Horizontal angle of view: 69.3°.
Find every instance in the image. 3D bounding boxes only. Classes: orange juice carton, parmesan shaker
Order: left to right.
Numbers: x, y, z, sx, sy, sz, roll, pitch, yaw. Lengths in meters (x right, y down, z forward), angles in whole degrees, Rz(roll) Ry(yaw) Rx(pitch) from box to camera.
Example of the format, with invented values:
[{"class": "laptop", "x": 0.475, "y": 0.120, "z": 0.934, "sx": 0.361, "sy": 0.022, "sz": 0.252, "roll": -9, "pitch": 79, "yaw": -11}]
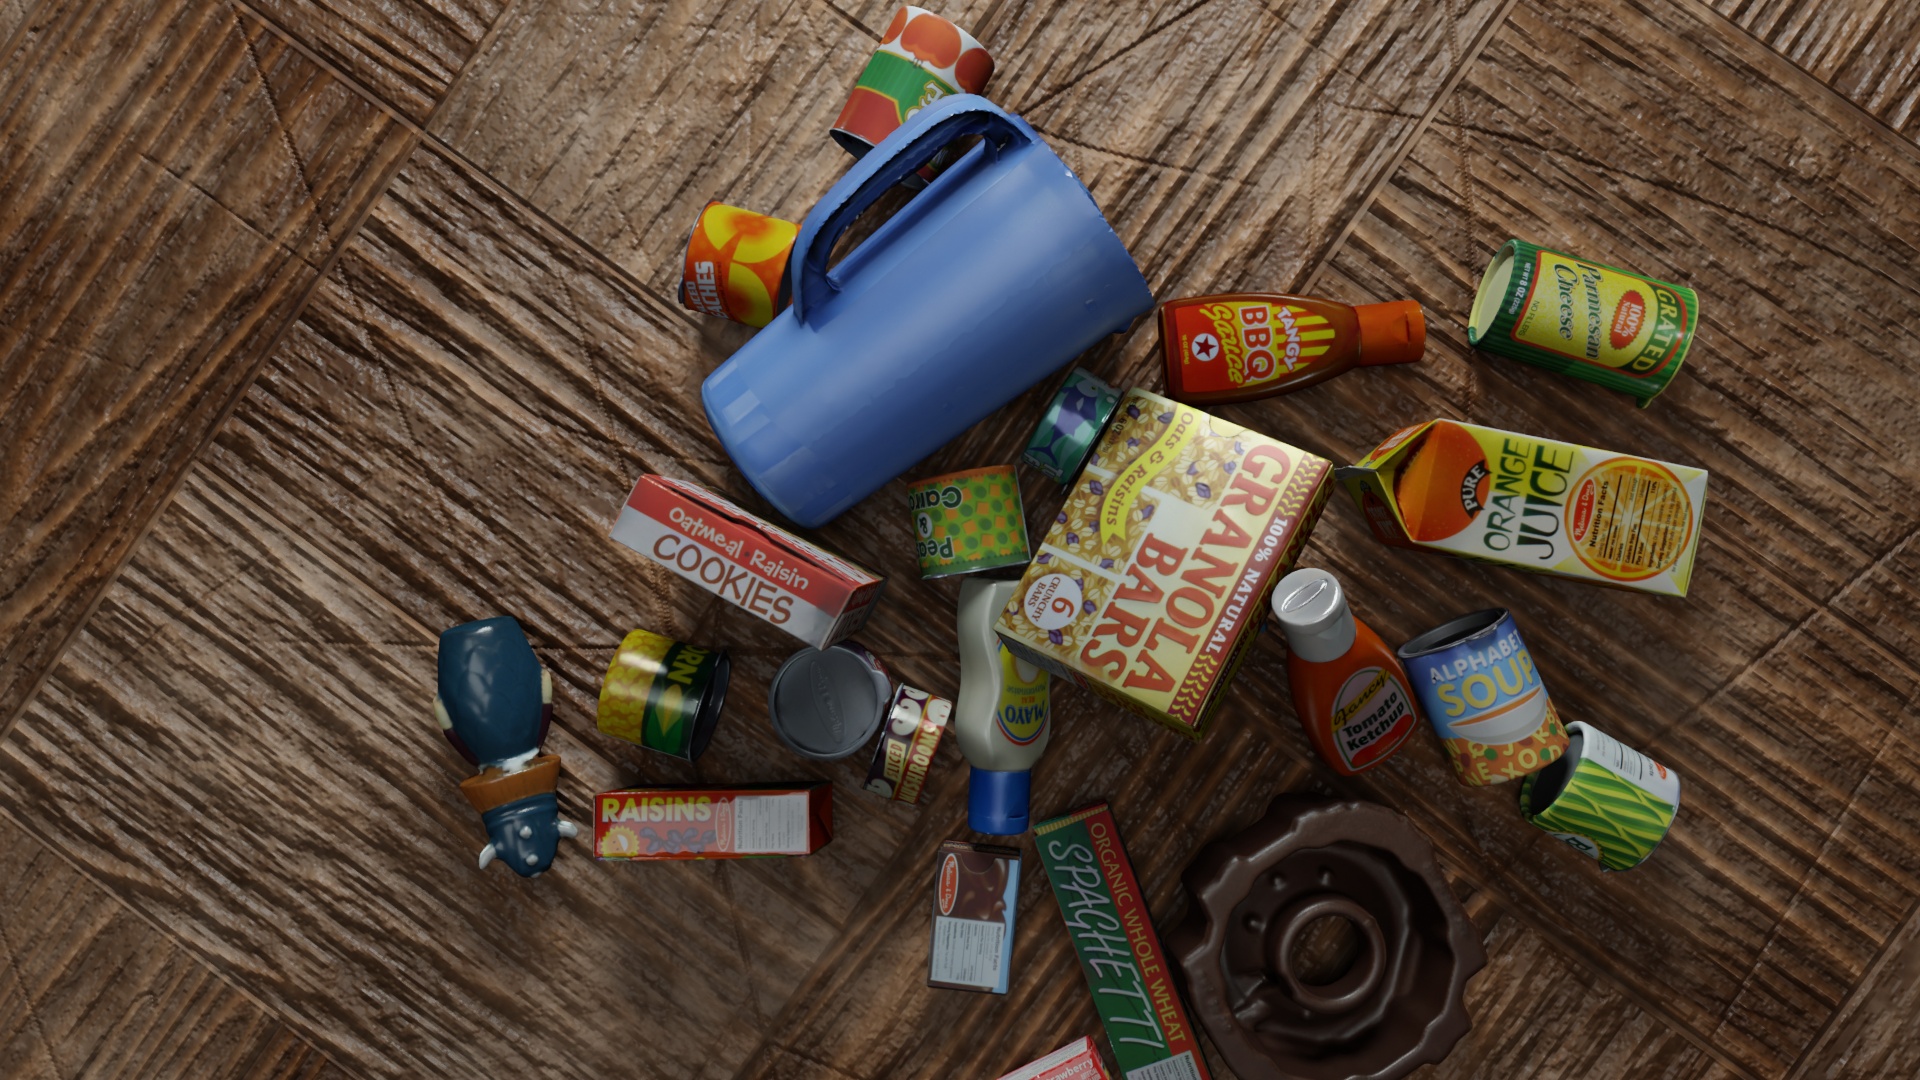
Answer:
[{"class": "orange juice carton", "x": 0.308, "y": -0.022, "z": 0.790, "sx": 0.193, "sy": 0.072, "sz": 0.073, "roll": 11, "pitch": 91, "yaw": 3}, {"class": "parmesan shaker", "x": 0.351, "y": -0.123, "z": 0.791, "sx": 0.103, "sy": 0.071, "sz": 0.071, "roll": 17, "pitch": 91, "yaw": 3}]

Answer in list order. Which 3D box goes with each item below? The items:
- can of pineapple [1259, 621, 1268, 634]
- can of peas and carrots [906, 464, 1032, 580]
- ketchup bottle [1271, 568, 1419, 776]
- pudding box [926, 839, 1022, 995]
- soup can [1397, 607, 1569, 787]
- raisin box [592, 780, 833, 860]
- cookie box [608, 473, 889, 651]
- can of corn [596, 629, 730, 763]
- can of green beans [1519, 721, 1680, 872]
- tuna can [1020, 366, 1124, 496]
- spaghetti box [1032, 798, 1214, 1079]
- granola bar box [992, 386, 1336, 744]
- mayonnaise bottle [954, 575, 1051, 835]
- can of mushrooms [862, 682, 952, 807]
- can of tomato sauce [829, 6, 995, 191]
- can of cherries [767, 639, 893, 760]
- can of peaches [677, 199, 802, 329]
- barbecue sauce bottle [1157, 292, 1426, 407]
[{"class": "can of pineapple", "x": 0.136, "y": 0.037, "z": 0.800, "sx": 0.058, "sy": 0.071, "sz": 0.071, "roll": -30, "pitch": 89, "yaw": 3}, {"class": "can of peas and carrots", "x": 0.003, "y": -0.010, "z": 0.808, "sx": 0.071, "sy": 0.071, "sz": 0.058, "roll": -9, "pitch": 89, "yaw": 3}, {"class": "ketchup bottle", "x": 0.208, "y": 0.071, "z": 0.765, "sx": 0.065, "sy": 0.148, "sz": 0.044, "roll": -38, "pitch": 43, "yaw": -2}, {"class": "pudding box", "x": 0.009, "y": 0.223, "z": 0.826, "sx": 0.050, "sy": 0.030, "sz": 0.083, "roll": 5, "pitch": 90, "yaw": 4}, {"class": "soup can", "x": 0.299, "y": 0.089, "z": 0.790, "sx": 0.071, "sy": 0.071, "sz": 0.084, "roll": -25, "pitch": 89, "yaw": 3}, {"class": "raisin box", "x": -0.141, "y": 0.162, "z": 0.806, "sx": 0.123, "sy": 0.086, "sz": 0.040, "roll": -1, "pitch": 84, "yaw": 3}, {"class": "cookie box", "x": -0.108, "y": 0.010, "z": 0.764, "sx": 0.123, "sy": 0.167, "sz": 0.040, "roll": 27, "pitch": 91, "yaw": 3}, {"class": "can of corn", "x": -0.174, "y": 0.089, "z": 0.818, "sx": 0.058, "sy": 0.071, "sz": 0.071, "roll": 16, "pitch": 91, "yaw": 3}, {"class": "can of green beans", "x": 0.362, "y": 0.145, "z": 0.790, "sx": 0.058, "sy": 0.071, "sz": 0.071, "roll": 29, "pitch": 92, "yaw": 3}, {"class": "tuna can", "x": 0.064, "y": -0.064, "z": 0.806, "sx": 0.033, "sy": 0.071, "sz": 0.071, "roll": 31, "pitch": 92, "yaw": 4}, {"class": "spaghetti box", "x": 0.108, "y": 0.276, "z": 0.821, "sx": 0.050, "sy": 0.028, "sz": 0.250, "roll": -21, "pitch": 89, "yaw": 3}, {"class": "granola bar box", "x": 0.112, "y": 0.009, "z": 0.761, "sx": 0.124, "sy": 0.039, "sz": 0.166, "roll": 24, "pitch": 76, "yaw": 25}, {"class": "mayonnaise bottle", "x": 0.026, "y": 0.095, "z": 0.812, "sx": 0.065, "sy": 0.041, "sz": 0.148, "roll": 1, "pitch": 92, "yaw": -40}, {"class": "can of mushrooms", "x": -0.031, "y": 0.120, "z": 0.808, "sx": 0.033, "sy": 0.071, "sz": 0.071, "roll": 21, "pitch": 91, "yaw": 1}, {"class": "can of tomato sauce", "x": -0.026, "y": -0.257, "z": 0.811, "sx": 0.071, "sy": 0.071, "sz": 0.083, "roll": 29, "pitch": 91, "yaw": 3}, {"class": "can of cherries", "x": -0.072, "y": 0.092, "z": 0.817, "sx": 0.071, "sy": 0.058, "sz": 0.071, "roll": 0, "pitch": 89, "yaw": 3}, {"class": "can of peaches", "x": -0.126, "y": -0.158, "z": 0.816, "sx": 0.058, "sy": 0.071, "sz": 0.071, "roll": 16, "pitch": 91, "yaw": 2}, {"class": "barbecue sauce bottle", "x": 0.192, "y": -0.115, "z": 0.811, "sx": 0.148, "sy": 0.043, "sz": 0.065, "roll": -5, "pitch": 88, "yaw": 3}]
